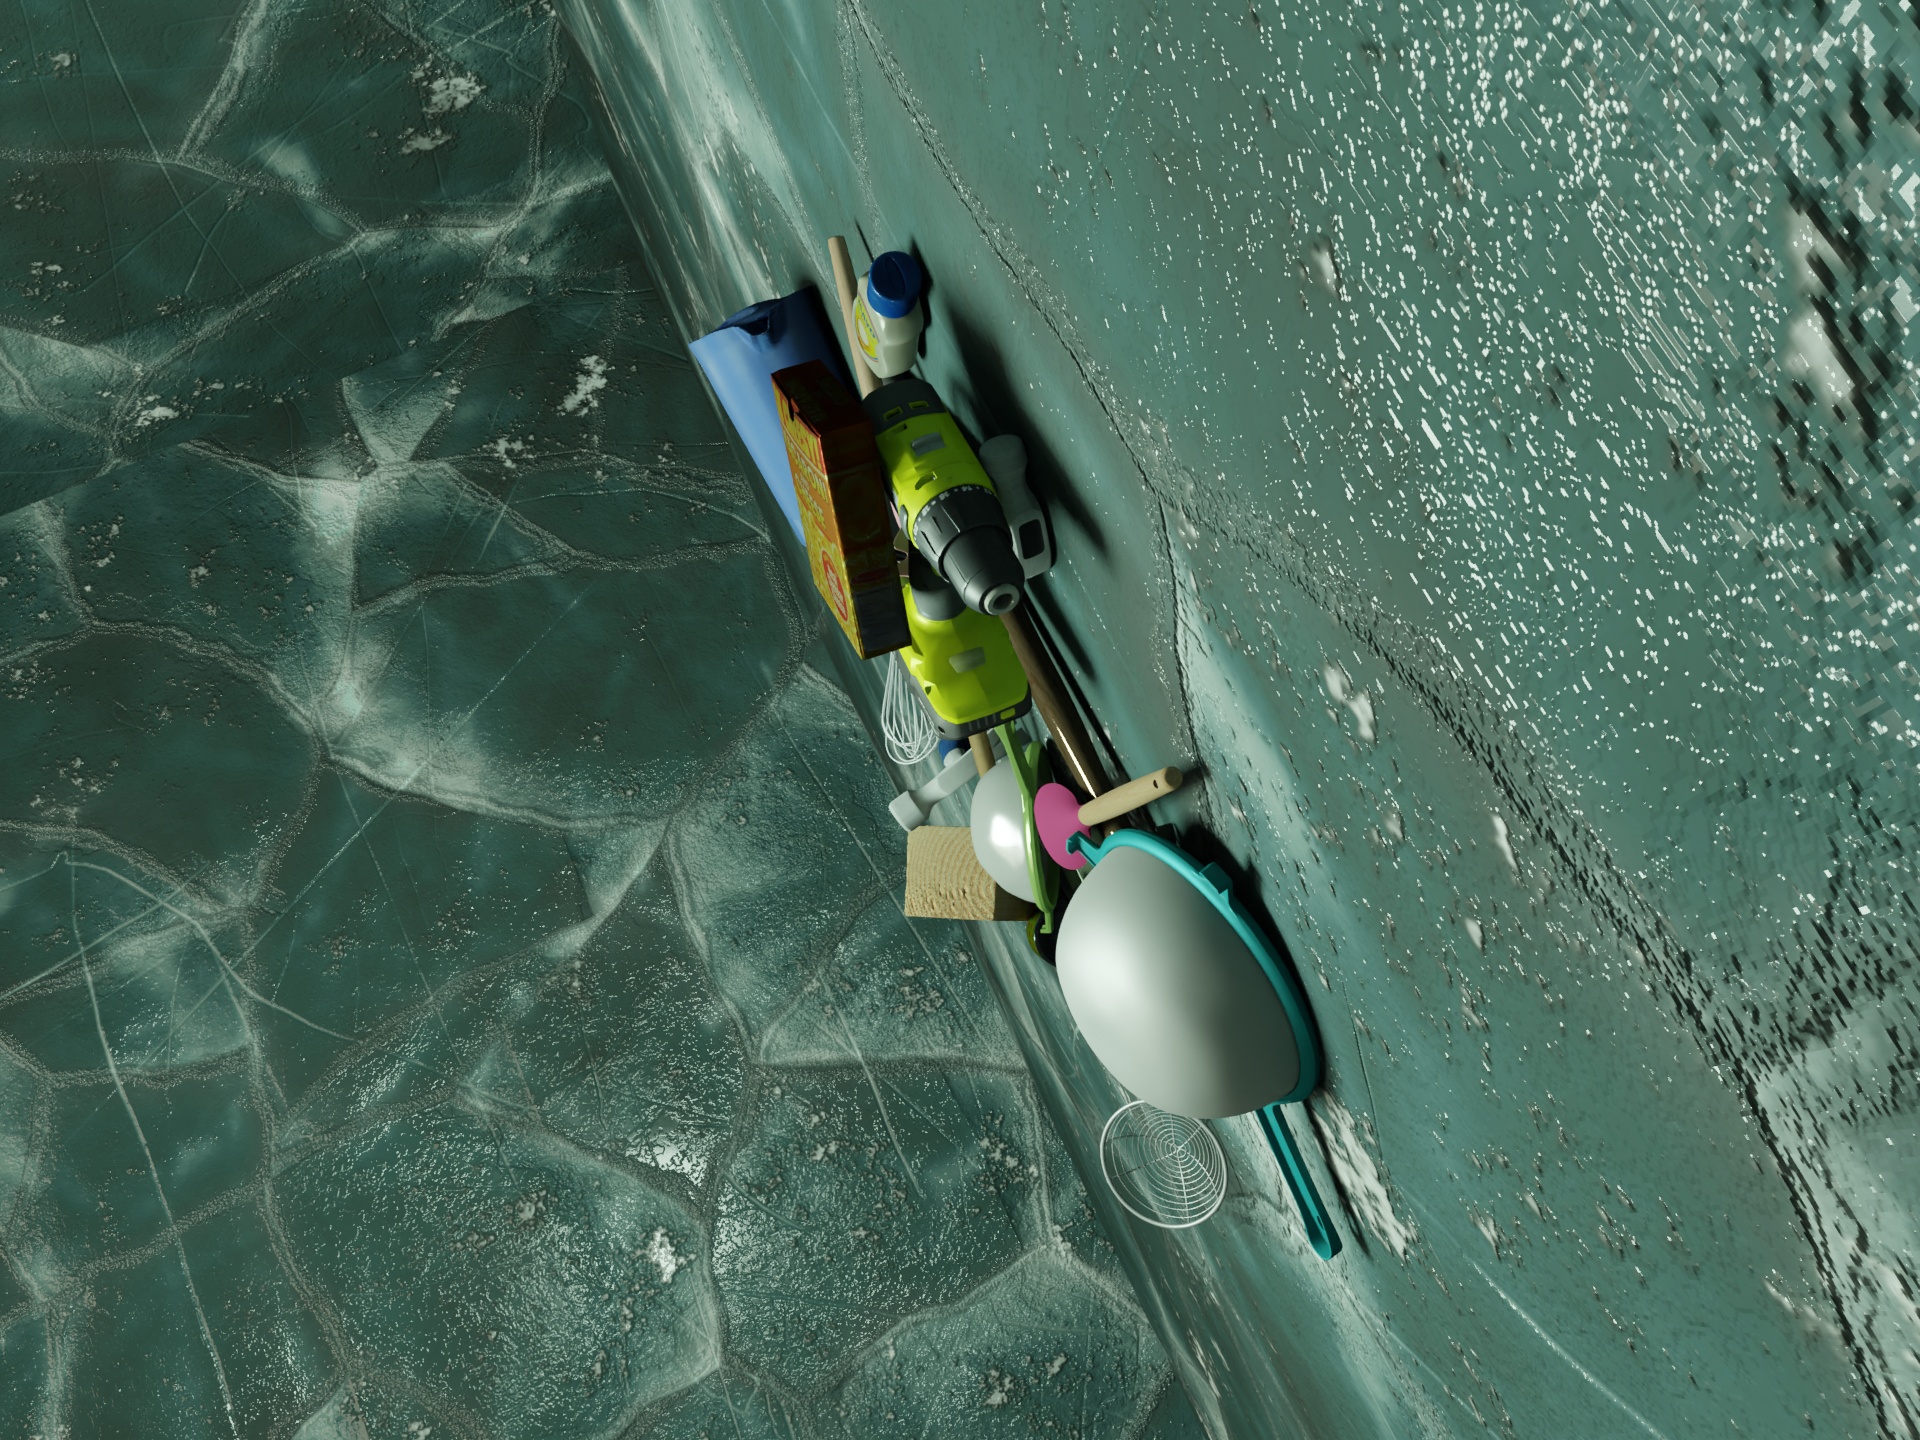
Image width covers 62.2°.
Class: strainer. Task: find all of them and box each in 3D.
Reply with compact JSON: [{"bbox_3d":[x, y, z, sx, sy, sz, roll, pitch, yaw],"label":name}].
[{"bbox_3d":[0.155,0.238,1.053,0.340,0.095,0.211,64,160,-13],"label":"strainer"},{"bbox_3d":[0.034,0.066,1.360,0.256,0.069,0.152,69,-161,-54],"label":"strainer"}]

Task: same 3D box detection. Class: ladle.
[{"bbox_3d":[-0.002,-0.004,1.400,0.078,0.062,0.319,-104,-2,-49],"label":"ladle"}]

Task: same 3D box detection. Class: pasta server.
[{"bbox_3d":[-0.067,-0.219,1.242,0.060,0.040,0.316,-64,-39,-84],"label":"pasta server"}]

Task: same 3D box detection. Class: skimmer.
[{"bbox_3d":[0.179,0.339,1.381,0.127,0.090,0.362,26,152,22],"label":"skimmer"}]

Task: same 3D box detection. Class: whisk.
[{"bbox_3d":[-0.060,-0.078,1.692,0.070,0.070,0.285,77,-176,-58],"label":"whisk"}]

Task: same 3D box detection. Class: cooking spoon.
[{"bbox_3d":[0.095,0.062,1.100,0.319,0.017,0.069,138,112,-74],"label":"cooking spoon"}]

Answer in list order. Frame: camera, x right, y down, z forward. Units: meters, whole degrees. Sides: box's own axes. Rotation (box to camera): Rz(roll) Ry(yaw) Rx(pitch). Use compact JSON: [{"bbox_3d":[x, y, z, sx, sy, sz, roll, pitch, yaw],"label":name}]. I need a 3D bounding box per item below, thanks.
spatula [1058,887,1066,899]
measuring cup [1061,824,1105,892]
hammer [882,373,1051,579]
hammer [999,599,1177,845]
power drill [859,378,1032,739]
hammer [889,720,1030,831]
[{"bbox_3d":[0.096,0.179,1.728,0.059,0.018,0.316,74,170,-54],"label":"spatula"},{"bbox_3d":[0.125,0.138,1.328,0.168,0.038,0.083,49,162,59],"label":"measuring cup"},{"bbox_3d":[-0.008,-0.202,1.183,0.331,0.033,0.128,-124,13,-54],"label":"hammer"},{"bbox_3d":[0.085,0.016,1.186,0.130,0.031,0.332,100,148,-63],"label":"hammer"},{"bbox_3d":[-0.004,-0.091,1.074,0.228,0.080,0.191,83,164,-53],"label":"power drill"},{"bbox_3d":[-0.001,0.037,1.666,0.035,0.144,0.405,53,-178,-3],"label":"hammer"}]
